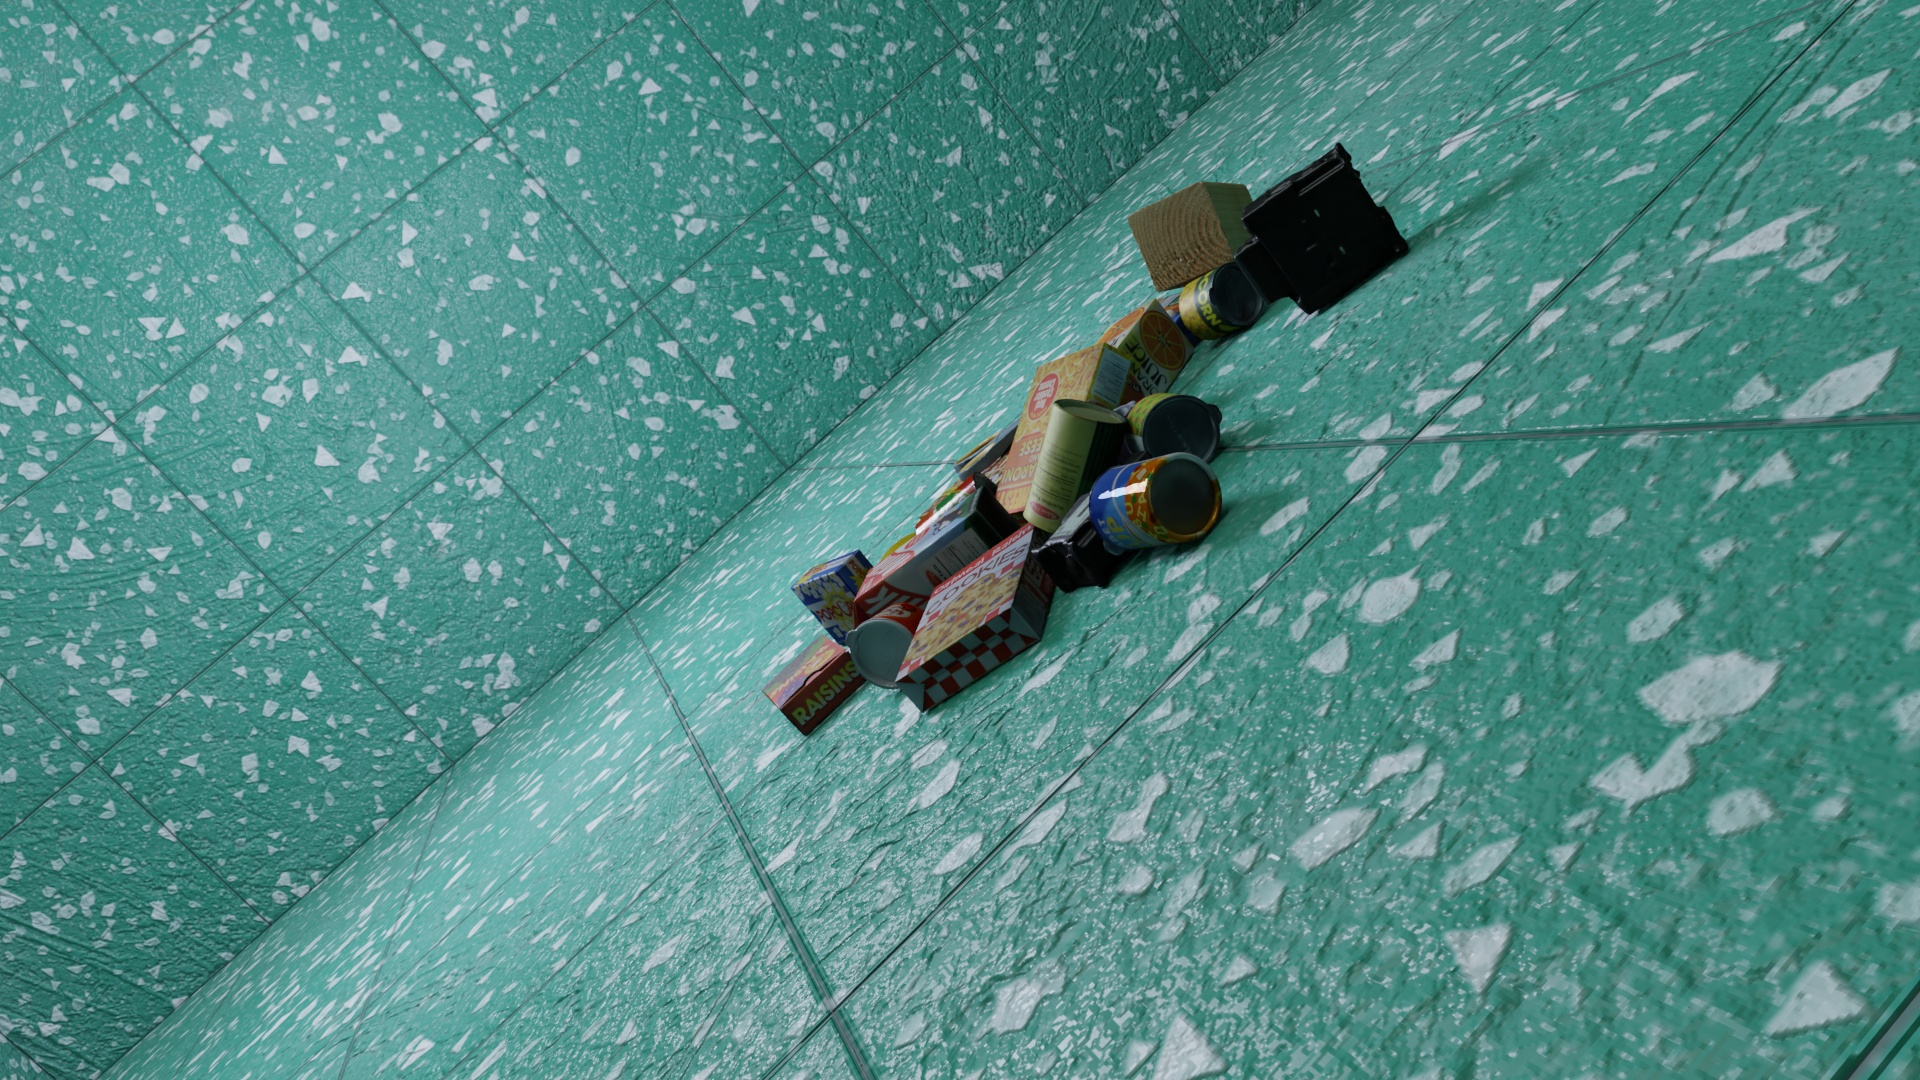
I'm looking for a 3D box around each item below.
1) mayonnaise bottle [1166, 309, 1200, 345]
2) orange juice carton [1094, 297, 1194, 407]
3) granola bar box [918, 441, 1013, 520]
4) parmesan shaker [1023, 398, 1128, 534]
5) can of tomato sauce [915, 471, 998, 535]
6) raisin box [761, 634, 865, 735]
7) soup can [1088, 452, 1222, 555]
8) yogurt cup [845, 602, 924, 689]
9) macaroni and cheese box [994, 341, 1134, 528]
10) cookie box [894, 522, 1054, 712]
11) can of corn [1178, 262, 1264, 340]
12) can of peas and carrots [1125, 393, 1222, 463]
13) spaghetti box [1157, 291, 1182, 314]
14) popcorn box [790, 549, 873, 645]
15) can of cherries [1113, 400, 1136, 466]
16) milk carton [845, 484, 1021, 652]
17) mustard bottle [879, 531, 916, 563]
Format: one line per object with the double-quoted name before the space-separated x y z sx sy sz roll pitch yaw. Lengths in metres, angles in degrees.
"mayonnaise bottle" 0.224 -0.230 1.563 0.065 0.041 0.148 -46 14 -10
"orange juice carton" 0.163 -0.163 1.432 0.071 0.073 0.194 -27 18 46
"granola bar box" 0.039 -0.061 1.520 0.125 0.039 0.165 -45 13 -25
"parmesan shaker" 0.100 -0.060 1.172 0.071 0.071 0.102 -78 2 -71
"can of tomato sauce" 0.005 -0.017 1.393 0.083 0.071 0.071 -40 12 18
"raisin box" -0.144 0.139 1.364 0.086 0.040 0.123 -42 13 -11
"soup can" 0.144 -0.026 1.034 0.071 0.071 0.083 -45 14 -21
"yogurt cup" -0.056 0.090 1.224 0.072 0.072 0.054 -33 6 29
"macaroni and cheese box" 0.095 -0.096 1.320 0.123 0.040 0.167 -11 57 62
"cookie box" 0.020 0.059 1.160 0.122 0.040 0.168 -35 15 23
"can of corn" 0.264 -0.243 1.422 0.071 0.071 0.058 -47 13 -27
"can of peas and carrots" 0.177 -0.091 1.157 0.071 0.071 0.059 -41 12 -2
"spaghetti box" 0.261 -0.267 1.604 0.050 0.028 0.250 -43 13 -10
"popcorn box" -0.116 0.061 1.444 0.038 0.085 0.126 -46 13 -28
"can of cherries" 0.145 -0.080 1.231 0.071 0.058 0.072 -38 11 9
"milk carton" -0.031 0.039 1.300 0.190 0.073 0.072 -37 13 18
"mustard bottle" -0.044 0.023 1.428 0.049 0.065 0.161 -33 8 12
